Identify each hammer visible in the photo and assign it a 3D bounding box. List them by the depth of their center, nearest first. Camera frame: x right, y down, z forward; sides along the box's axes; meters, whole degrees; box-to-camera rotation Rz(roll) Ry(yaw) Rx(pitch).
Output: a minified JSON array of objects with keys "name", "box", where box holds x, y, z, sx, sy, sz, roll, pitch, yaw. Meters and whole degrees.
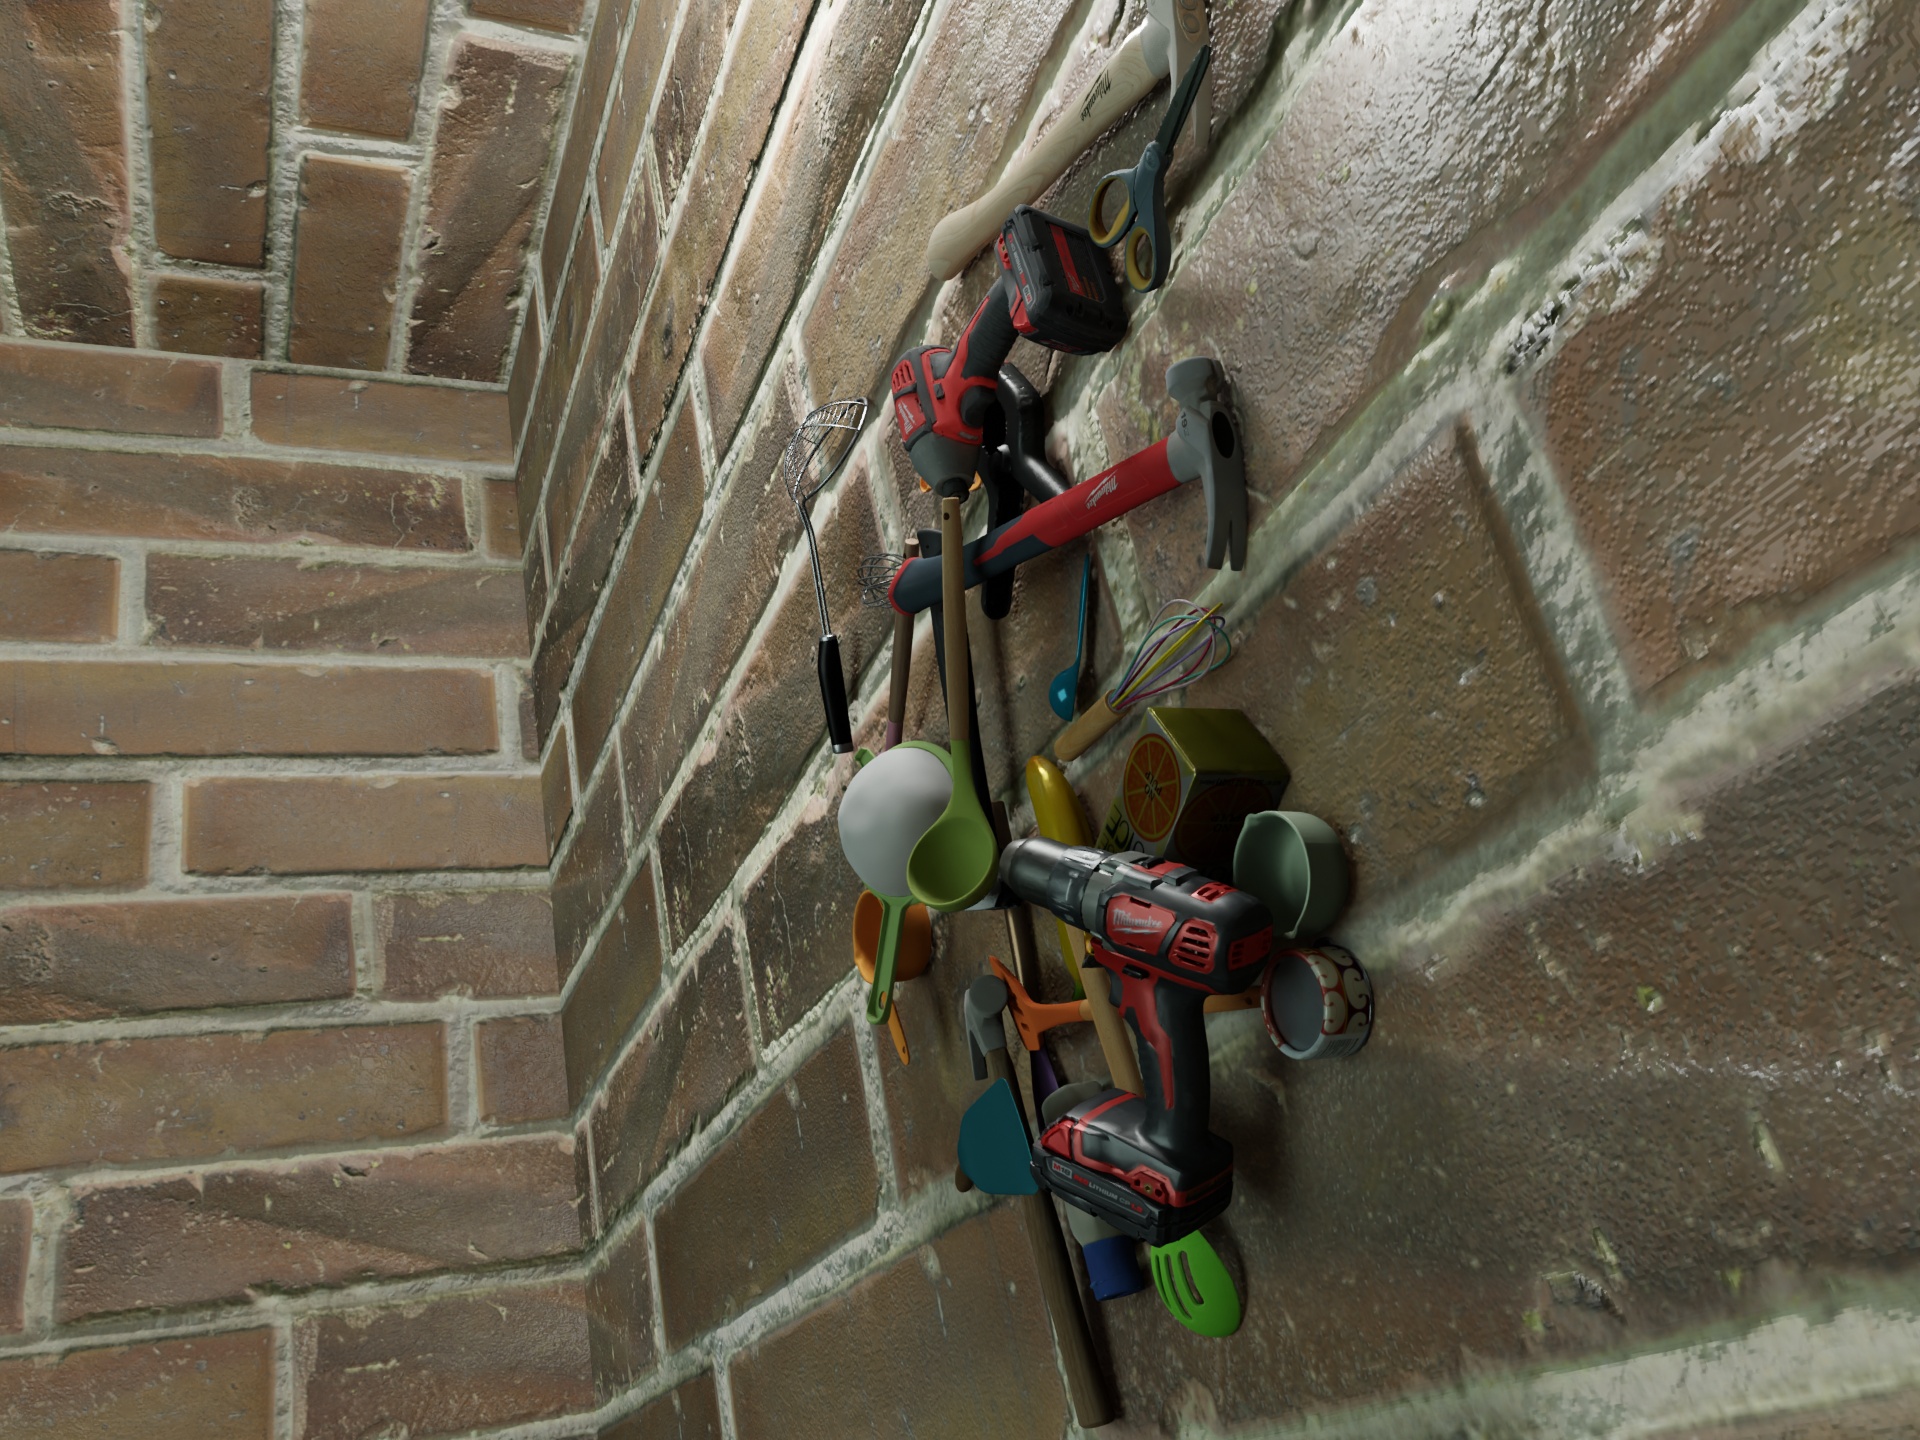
[{"name":"hammer","box":[0.063,-0.128,1.179,0.386,0.038,0.143,-21,71,53]},{"name":"hammer","box":[0.057,0.366,1.220,0.130,0.031,0.331,98,157,-69]},{"name":"hammer","box":[0.069,-0.431,1.247,0.410,0.038,0.146,160,107,-64]},{"name":"hammer","box":[-0.002,-0.004,1.330,0.146,0.035,0.335,-24,69,48]}]

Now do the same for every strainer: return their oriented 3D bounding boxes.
[{"name":"strainer","box":[-0.073,0.139,1.410,0.151,0.069,0.256,1,79,44]}]

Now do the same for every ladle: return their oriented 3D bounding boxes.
[{"name":"ladle","box":[-0.008,-0.010,1.227,0.078,0.062,0.320,4,100,34]}]

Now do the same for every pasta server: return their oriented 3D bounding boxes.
[{"name":"pasta server","box":[-0.064,-0.022,1.476,0.060,0.040,0.316,38,133,40]}]

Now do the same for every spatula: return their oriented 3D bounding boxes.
[{"name":"spatula","box":[0.111,0.199,1.126,0.322,0.041,0.081,-19,93,54]},{"name":"spatula","box":[0.018,0.349,1.251,0.317,0.044,0.082,96,157,-69]},{"name":"spatula","box":[0.055,0.216,1.280,0.059,0.018,0.316,131,133,-63]}]

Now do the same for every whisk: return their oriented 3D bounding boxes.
[{"name":"whisk","box":[0.124,-0.023,1.124,0.245,0.051,0.047,131,159,-60]},{"name":"whisk","box":[-0.032,-0.133,1.452,0.239,0.055,0.055,1,91,60]}]

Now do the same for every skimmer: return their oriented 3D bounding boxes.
[{"name":"skimmer","box":[-0.120,-0.150,1.653,0.127,0.090,0.363,5,104,65]}]

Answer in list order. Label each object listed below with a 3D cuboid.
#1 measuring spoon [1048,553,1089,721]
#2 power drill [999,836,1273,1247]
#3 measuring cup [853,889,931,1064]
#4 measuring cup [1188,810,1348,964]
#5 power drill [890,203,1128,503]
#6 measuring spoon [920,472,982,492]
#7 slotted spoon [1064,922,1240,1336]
[{"name":"measuring spoon","box":[0.083,-0.064,1.211,0.042,0.021,0.128,-21,-63,-85]},{"name":"power drill","box":[0.097,0.188,0.994,0.188,0.080,0.226,16,110,40]},{"name":"measuring cup","box":[-0.051,0.236,1.470,0.095,0.052,0.174,-60,40,47]},{"name":"measuring cup","box":[0.185,0.117,0.985,0.167,0.038,0.083,120,142,-49]},{"name":"power drill","box":[0.026,-0.275,1.232,0.219,0.078,0.143,-43,50,42]},{"name":"measuring spoon","box":[-0.007,-0.216,1.437,0.117,0.011,0.021,13,101,61]},{"name":"slotted spoon","box":[0.117,0.259,1.072,0.070,0.031,0.314,-36,66,50]}]
